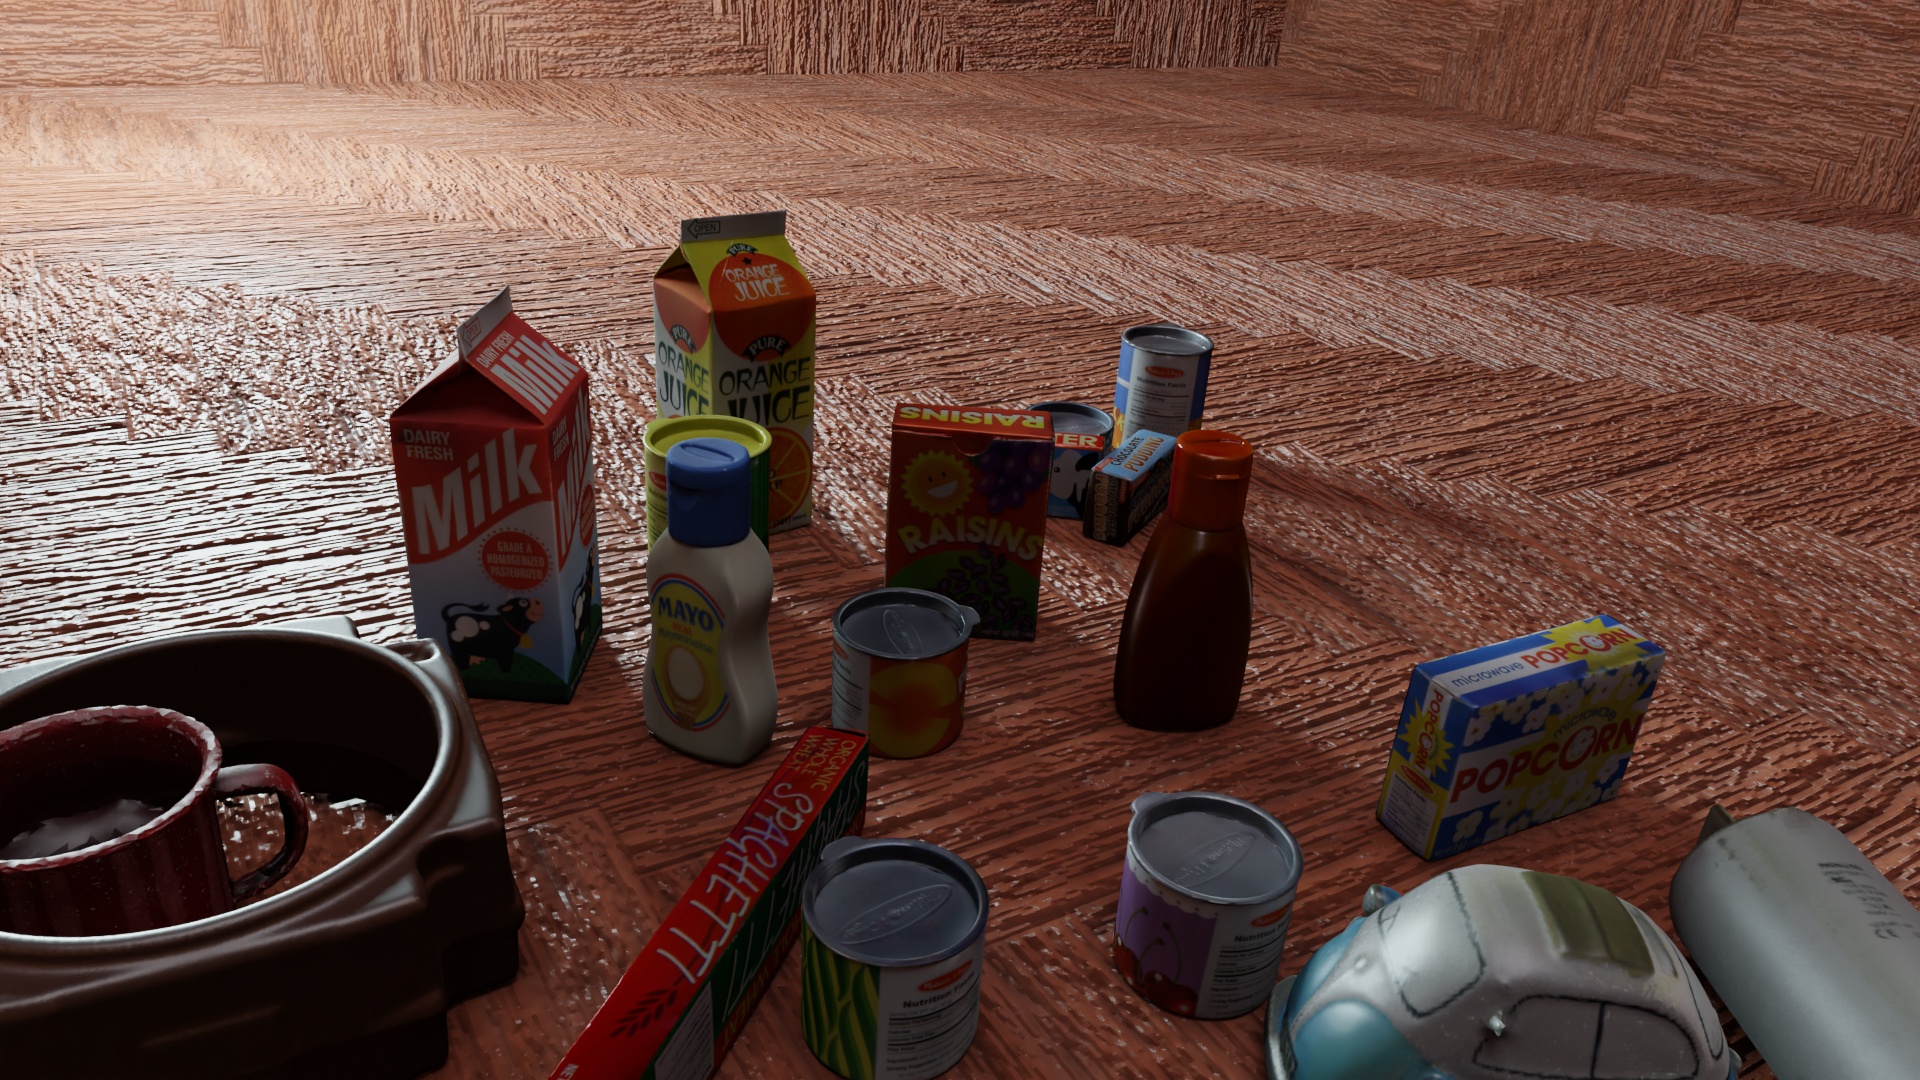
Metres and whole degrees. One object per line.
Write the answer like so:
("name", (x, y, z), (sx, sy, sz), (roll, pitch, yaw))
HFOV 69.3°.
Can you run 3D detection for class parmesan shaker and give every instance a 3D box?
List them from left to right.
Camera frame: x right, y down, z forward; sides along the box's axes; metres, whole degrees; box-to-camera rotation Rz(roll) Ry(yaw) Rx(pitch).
("parmesan shaker", (-0.138, -0.009, 0.750), (0.071, 0.102, 0.071), (4, 26, -2))

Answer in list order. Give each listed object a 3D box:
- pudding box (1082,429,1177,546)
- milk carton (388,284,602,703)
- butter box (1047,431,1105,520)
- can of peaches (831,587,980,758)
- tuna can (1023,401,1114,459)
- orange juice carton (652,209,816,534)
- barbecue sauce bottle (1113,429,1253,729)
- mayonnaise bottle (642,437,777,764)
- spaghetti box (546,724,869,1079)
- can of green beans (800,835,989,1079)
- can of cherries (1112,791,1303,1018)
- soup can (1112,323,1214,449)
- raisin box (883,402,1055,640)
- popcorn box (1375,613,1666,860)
("pudding box", (0.111, -0.036, 0.900), (0.030, 0.049, 0.084), (17, 29, 24))
("milk carton", (-0.220, -0.021, 0.665), (0.073, 0.189, 0.072), (4, 26, -1))
("butter box", (0.040, -0.045, 0.905), (0.103, 0.053, 0.024), (6, 26, 4))
("can of peaches", (-0.027, 0.064, 0.673), (0.071, 0.057, 0.071), (4, 26, -2))
("tuna can", (0.076, -0.071, 0.984), (0.071, 0.032, 0.071), (4, 27, -2))
("orange juice carton", (-0.135, -0.101, 0.834), (0.072, 0.191, 0.073), (-16, 33, -35))
("barbecue sauce bottle", (0.114, 0.021, 0.679), (0.065, 0.147, 0.044), (-2, 27, -12))
("mayonnaise bottle", (-0.114, 0.028, 0.631), (0.065, 0.147, 0.041), (16, 29, 23))
("spaghetti box", (-0.089, 0.151, 0.497), (0.029, 0.050, 0.251), (11, 27, 14))
("can of green beans", (-0.024, 0.151, 0.500), (0.071, 0.057, 0.071), (4, 26, -2))
("can of cherries", (0.093, 0.139, 0.540), (0.071, 0.058, 0.072), (4, 26, -2))
("soup can", (0.146, -0.109, 1.012), (0.071, 0.083, 0.071), (4, 26, -2))
("raisin box", (0.003, -0.009, 0.750), (0.086, 0.122, 0.040), (4, 26, 0))
("popcorn box", (0.256, 0.089, 0.636), (0.127, 0.084, 0.038), (-10, 30, -26))
